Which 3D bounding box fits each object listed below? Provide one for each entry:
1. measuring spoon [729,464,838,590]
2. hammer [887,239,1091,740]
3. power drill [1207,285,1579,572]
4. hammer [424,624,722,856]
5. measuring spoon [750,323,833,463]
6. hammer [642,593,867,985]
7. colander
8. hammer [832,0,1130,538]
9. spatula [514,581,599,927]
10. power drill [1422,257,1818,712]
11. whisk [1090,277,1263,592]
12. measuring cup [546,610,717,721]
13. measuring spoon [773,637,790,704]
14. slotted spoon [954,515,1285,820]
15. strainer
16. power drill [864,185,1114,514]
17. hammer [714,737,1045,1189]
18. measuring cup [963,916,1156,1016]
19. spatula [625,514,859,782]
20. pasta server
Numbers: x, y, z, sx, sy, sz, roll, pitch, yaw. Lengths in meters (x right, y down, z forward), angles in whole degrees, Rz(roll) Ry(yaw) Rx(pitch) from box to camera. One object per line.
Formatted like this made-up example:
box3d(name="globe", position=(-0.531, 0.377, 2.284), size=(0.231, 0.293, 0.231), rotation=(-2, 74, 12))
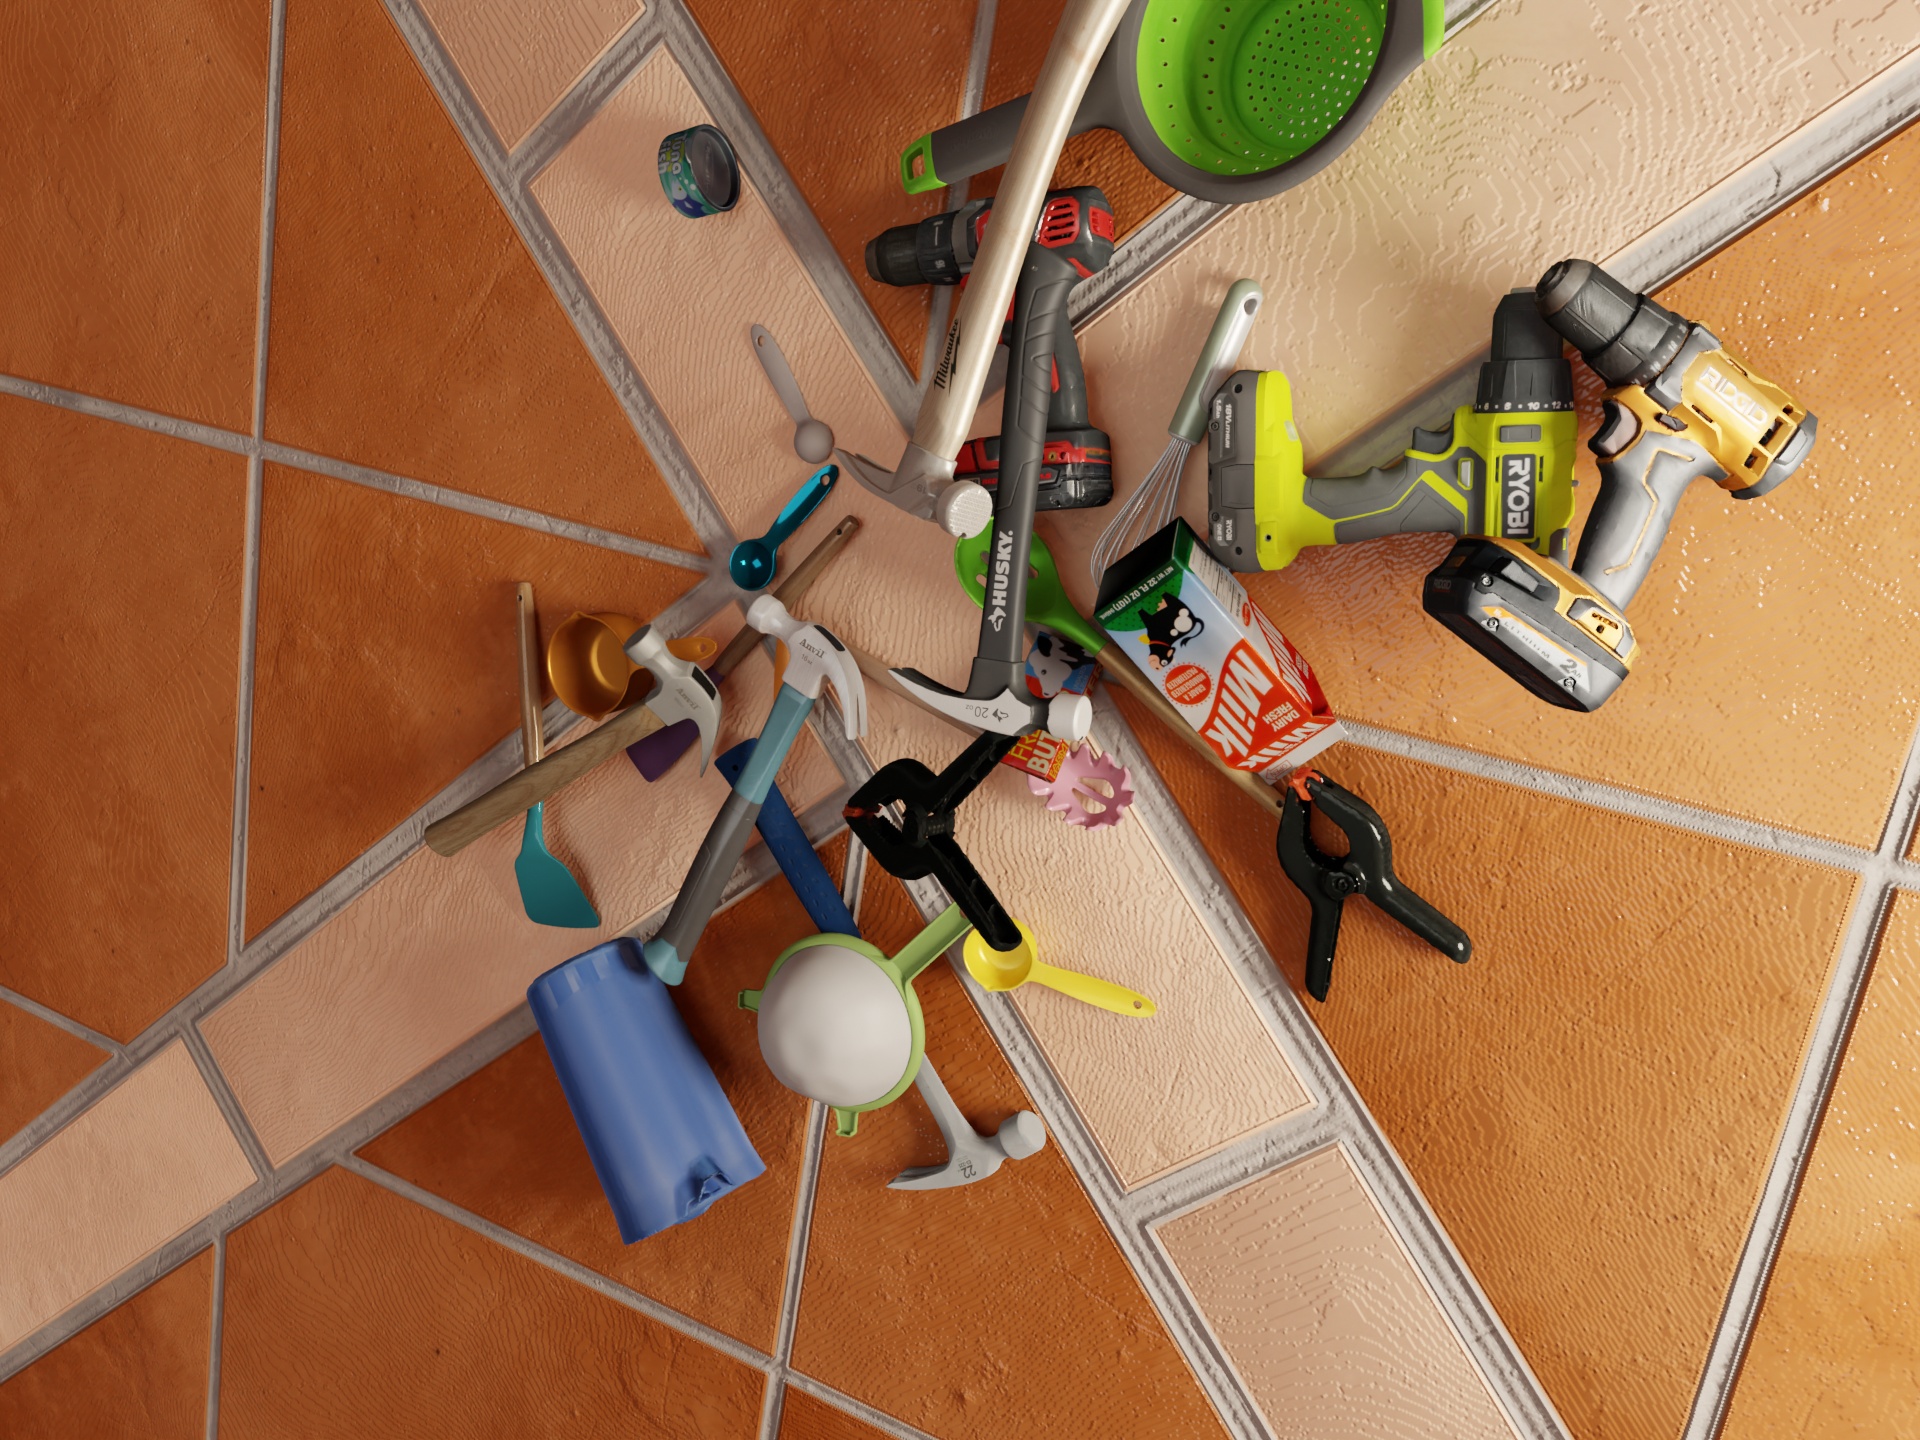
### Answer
box3d(name="measuring spoon", position=(-0.137, -0.156, 1.285), size=(0.128, 0.021, 0.042), rotation=(-47, 74, 16))
box3d(name="hammer", position=(0.034, -0.159, 1.094), size=(0.146, 0.035, 0.335), rotation=(9, 97, 25))
box3d(name="power drill", position=(0.282, -0.179, 1.037), size=(0.228, 0.080, 0.190), rotation=(3, 102, 23))
box3d(name="hammer", position=(-0.337, 0.041, 1.358), size=(0.331, 0.031, 0.130), rotation=(-29, 118, 26))
box3d(name="measuring spoon", position=(-0.140, -0.260, 1.262), size=(0.034, 0.018, 0.124), rotation=(-30, 85, 28))
box3d(name="hammer", position=(-0.179, 0.071, 1.293), size=(0.128, 0.033, 0.331), rotation=(33, 107, 17))
box3d(name="colander", position=(0.138, -0.417, 1.059), size=(0.397, 0.094, 0.204), rotation=(-8, 89, 36))
box3d(name="hammer", position=(0.029, -0.334, 1.053), size=(0.146, 0.038, 0.410), rotation=(34, 108, 43))
box3d(name="spatula", position=(-0.378, 0.034, 1.432), size=(0.082, 0.044, 0.317), rotation=(0, 95, 27))
box3d(name="power drill", position=(0.371, -0.142, 0.942), size=(0.185, 0.084, 0.226), rotation=(36, 92, -8))
box3d(name="whisk", position=(0.154, -0.191, 1.116), size=(0.059, 0.057, 0.246), rotation=(40, 113, 47))
box3d(name="measuring cup", position=(-0.266, -0.054, 1.344), size=(0.173, 0.052, 0.095), rotation=(-7, 96, 25))
box3d(name="measuring spoon", position=(-0.148, -0.026, 1.312), size=(0.021, 0.011, 0.117), rotation=(12, 104, 24))
box3d(name="slotted spoon", position=(0.120, -0.033, 1.152), size=(0.314, 0.031, 0.070), rotation=(42, 81, 5))
box3d(name="strainer", position=(-0.075, 0.218, 1.248), size=(0.256, 0.069, 0.151), rotation=(-45, 79, 27))
box3d(name="power drill", position=(0.022, -0.264, 1.151), size=(0.188, 0.080, 0.226), rotation=(-1, 96, 26))
box3d(name="hammer", position=(-0.090, 0.201, 1.312), size=(0.144, 0.035, 0.405), rotation=(-34, 84, 27))
box3d(name="measuring cup", position=(0.079, 0.196, 1.240), size=(0.156, 0.029, 0.062), rotation=(18, 107, 10))
box3d(name="spatula", position=(-0.186, -0.061, 1.321), size=(0.316, 0.018, 0.060), rotation=(-44, 75, 27))
box3d(name="pasta server", position=(-0.002, -0.004, 1.230), size=(0.316, 0.040, 0.060), rotation=(30, 86, 20))
